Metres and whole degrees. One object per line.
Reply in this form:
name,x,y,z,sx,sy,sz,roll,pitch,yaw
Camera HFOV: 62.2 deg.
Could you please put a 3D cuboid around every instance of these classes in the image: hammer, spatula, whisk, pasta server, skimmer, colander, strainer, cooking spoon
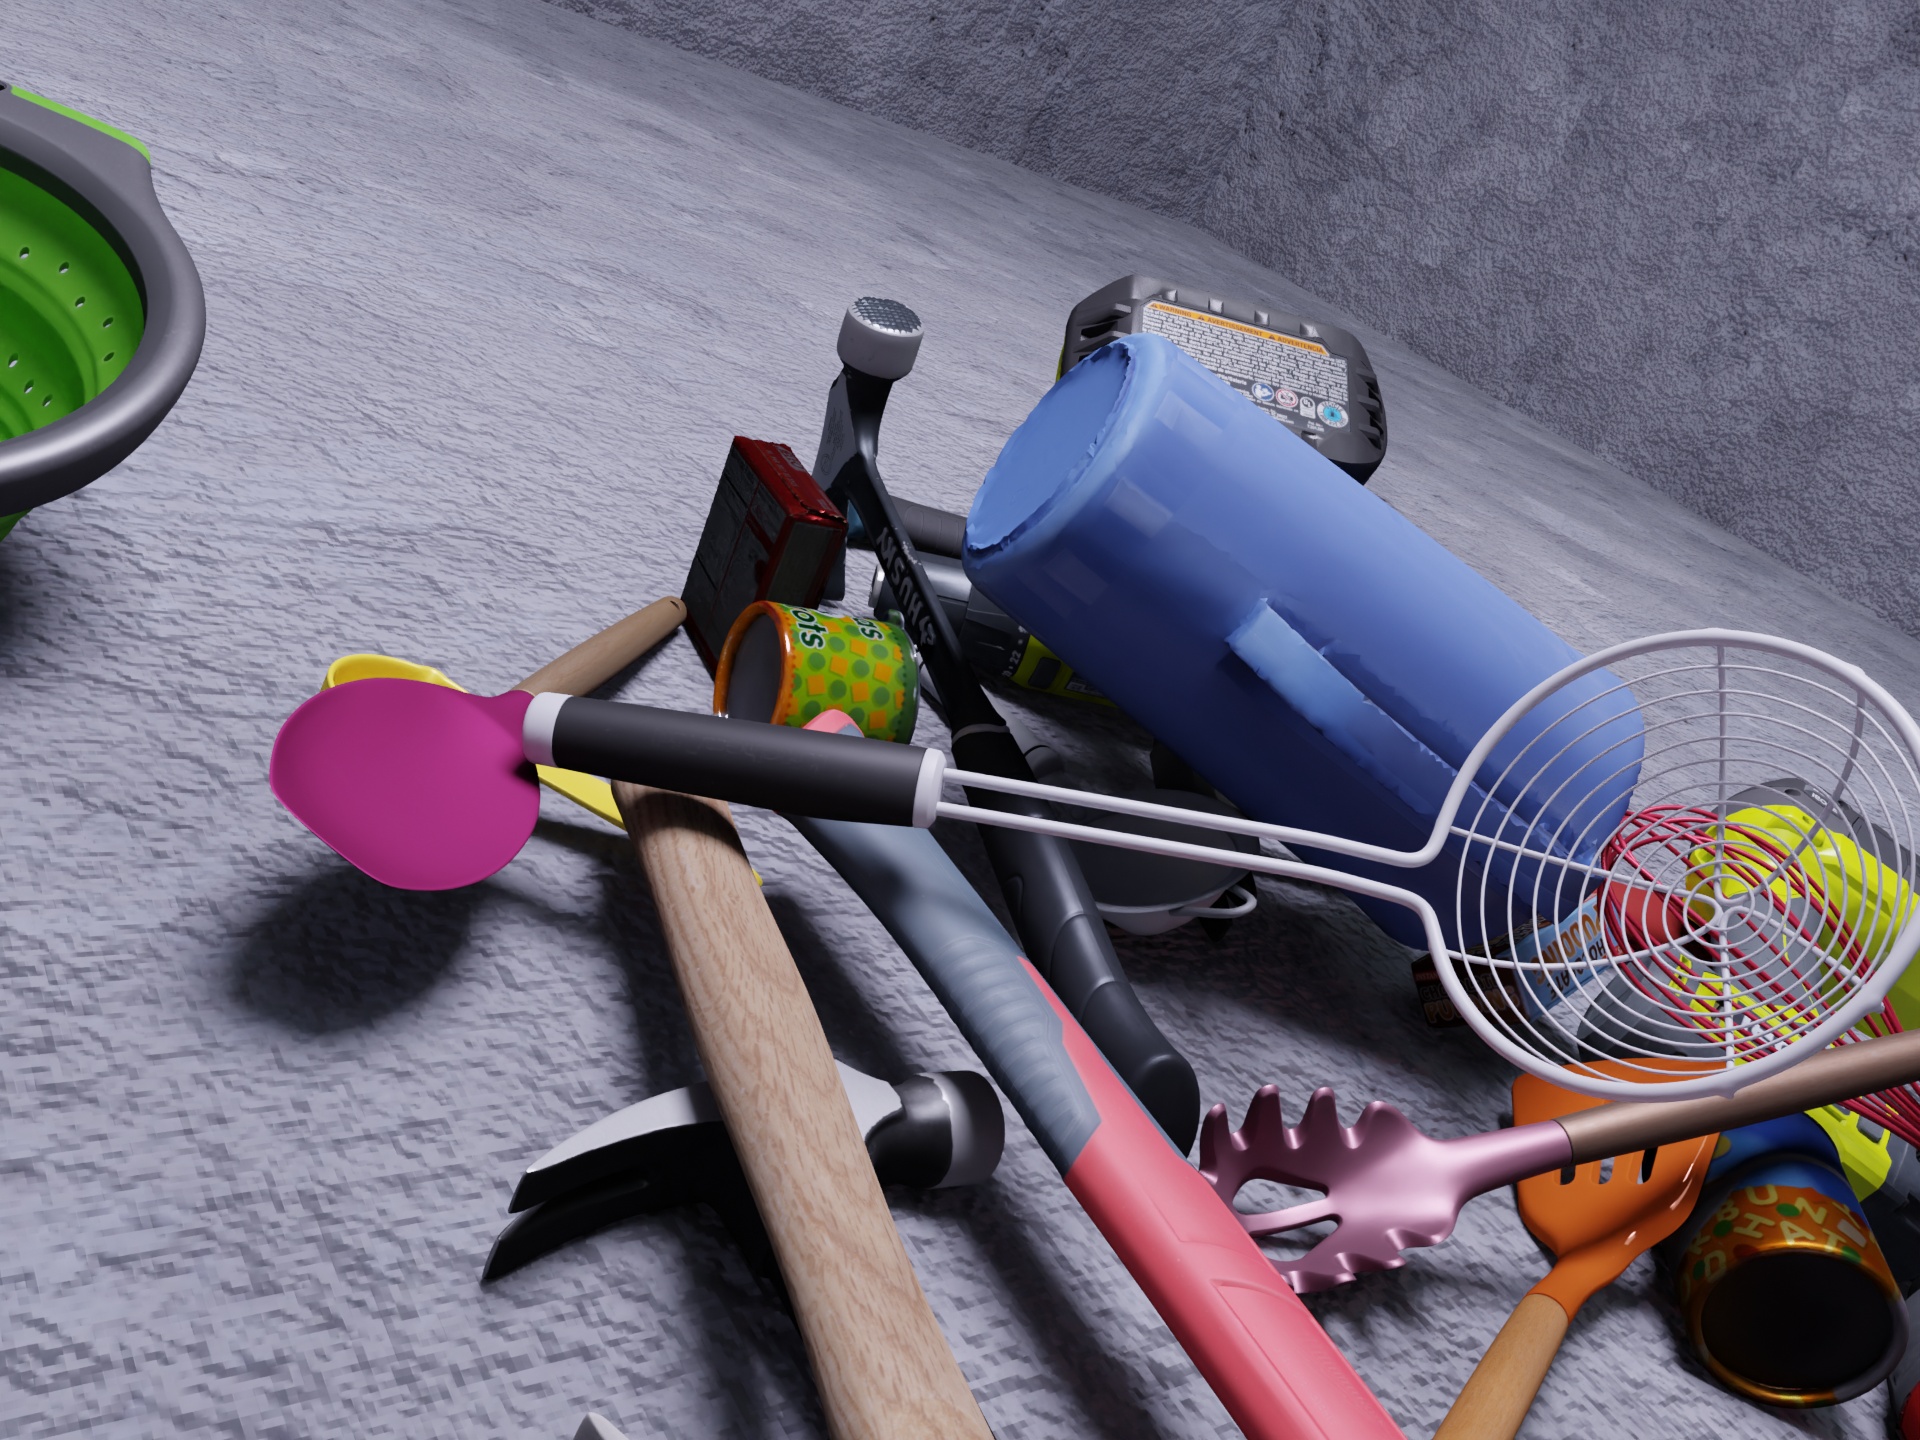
hammer,0.017,0.194,0.309,0.146,0.035,0.335,6,30,-37
hammer,0.251,0.078,0.748,0.358,0.036,0.149,18,37,-21
hammer,-0.044,0.090,0.378,0.130,0.031,0.332,11,21,-26
spatula,0.160,0.177,0.464,0.081,0.041,0.322,-14,3,37
whisk,0.339,0.137,0.572,0.296,0.073,0.073,45,27,5
hammer,-0.001,-0.002,0.617,0.036,0.149,0.409,3,41,-24
pasta server,0.216,0.125,0.504,0.316,0.040,0.060,-9,55,-13
hammer,0.075,-0.082,0.928,0.330,0.033,0.128,14,27,-22
hammer,0.057,0.120,0.414,0.143,0.038,0.387,8,29,-40
skimmer,0.049,0.015,0.421,0.363,0.090,0.127,9,64,9
colander,-0.347,-0.049,0.423,0.204,0.094,0.398,18,43,-15
strainer,0.040,0.026,0.667,0.087,0.050,0.259,-20,37,-22
cooking spoon,-0.140,-0.009,0.540,0.068,0.017,0.319,41,15,-5

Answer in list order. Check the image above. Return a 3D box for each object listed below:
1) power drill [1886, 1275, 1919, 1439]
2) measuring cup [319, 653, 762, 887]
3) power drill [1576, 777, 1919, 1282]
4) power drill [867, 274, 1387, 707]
power drill,0.403,0.259,0.493,0.219,0.078,0.143,24,23,5
measuring cup,-0.139,0.029,0.524,0.156,0.029,0.062,30,17,-19
power drill,0.373,0.131,0.688,0.171,0.080,0.223,39,40,12
power drill,0.069,-0.085,0.717,0.190,0.228,0.080,13,57,-9
